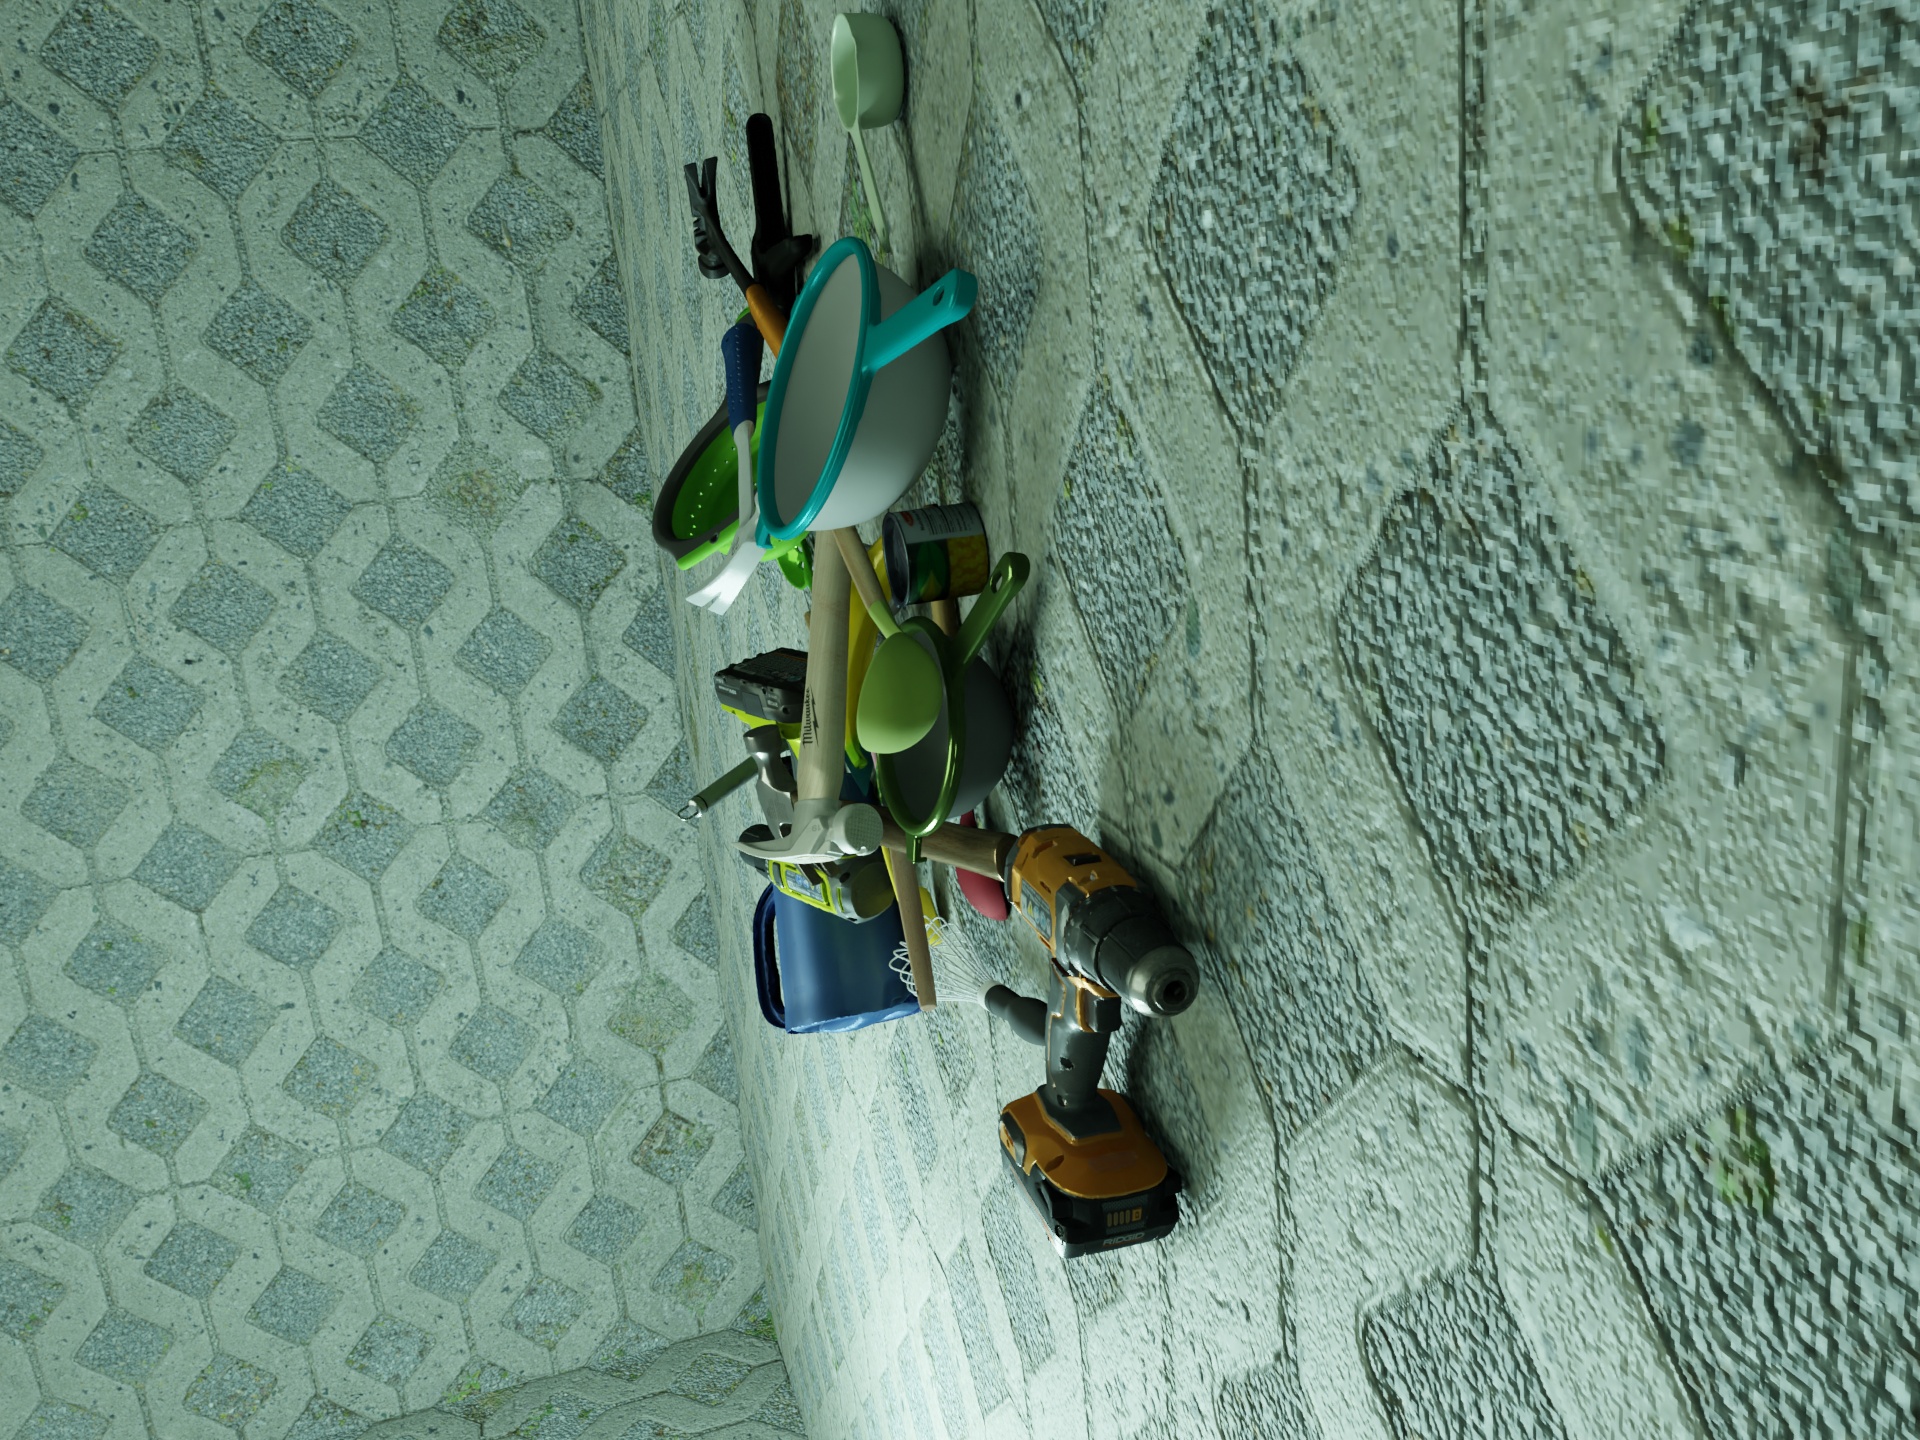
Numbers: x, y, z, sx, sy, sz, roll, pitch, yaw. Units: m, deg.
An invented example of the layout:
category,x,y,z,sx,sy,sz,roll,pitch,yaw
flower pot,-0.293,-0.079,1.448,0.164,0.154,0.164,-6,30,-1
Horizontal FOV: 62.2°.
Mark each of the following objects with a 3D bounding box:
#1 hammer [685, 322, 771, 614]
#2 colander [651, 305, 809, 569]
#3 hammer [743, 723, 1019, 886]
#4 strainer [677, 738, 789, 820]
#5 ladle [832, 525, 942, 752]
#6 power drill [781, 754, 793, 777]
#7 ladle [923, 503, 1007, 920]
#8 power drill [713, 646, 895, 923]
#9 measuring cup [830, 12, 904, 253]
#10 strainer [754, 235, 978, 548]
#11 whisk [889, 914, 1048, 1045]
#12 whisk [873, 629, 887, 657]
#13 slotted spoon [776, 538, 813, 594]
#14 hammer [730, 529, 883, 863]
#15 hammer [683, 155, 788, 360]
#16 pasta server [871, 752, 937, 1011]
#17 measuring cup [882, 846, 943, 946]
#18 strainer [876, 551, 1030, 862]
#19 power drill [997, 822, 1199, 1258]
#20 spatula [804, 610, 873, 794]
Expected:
category,x,y,z,sx,sy,sz,roll,pitch,yaw
hammer,-0.198,-0.249,1.429,0.144,0.035,0.406,-53,28,28
colander,-0.195,-0.282,1.585,0.094,0.204,0.398,39,-146,-35
hammer,-0.062,0.083,1.220,0.331,0.031,0.130,9,118,53
strainer,-0.184,0.032,1.541,0.087,0.258,0.050,36,133,14
ladle,-0.075,-0.090,1.111,0.321,0.062,0.078,-115,20,-50
power drill,-0.154,0.157,1.752,0.188,0.080,0.227,129,127,-71
ladle,-0.002,-0.004,1.185,0.069,0.031,0.315,-177,79,-74
power drill,-0.150,0.057,1.420,0.191,0.080,0.228,15,120,46
measuring cup,-0.054,-0.405,1.099,0.083,0.038,0.167,159,99,-75
strainer,-0.038,-0.224,1.052,0.340,0.095,0.211,-8,72,64
whisk,0.014,0.204,1.208,0.285,0.070,0.070,-168,69,-69
whisk,-0.060,-0.058,1.325,0.057,0.059,0.246,44,167,-14
slotted spoon,-0.136,-0.119,1.599,0.314,0.031,0.070,-125,29,-54
hammer,-0.107,-0.093,1.245,0.146,0.038,0.411,-11,70,45
hammer,-0.178,-0.379,1.469,0.337,0.034,0.127,59,161,32
pasta server,-0.044,0.091,1.292,0.060,0.040,0.317,100,162,-52
measuring cup,-0.043,0.136,1.351,0.062,0.029,0.156,-109,3,-48
strainer,0.013,-0.026,1.061,0.256,0.069,0.152,122,142,-49
power drill,0.081,0.190,0.909,0.185,0.084,0.226,-142,49,-66
spatula,-0.128,-0.039,1.584,0.082,0.044,0.318,64,177,-32
